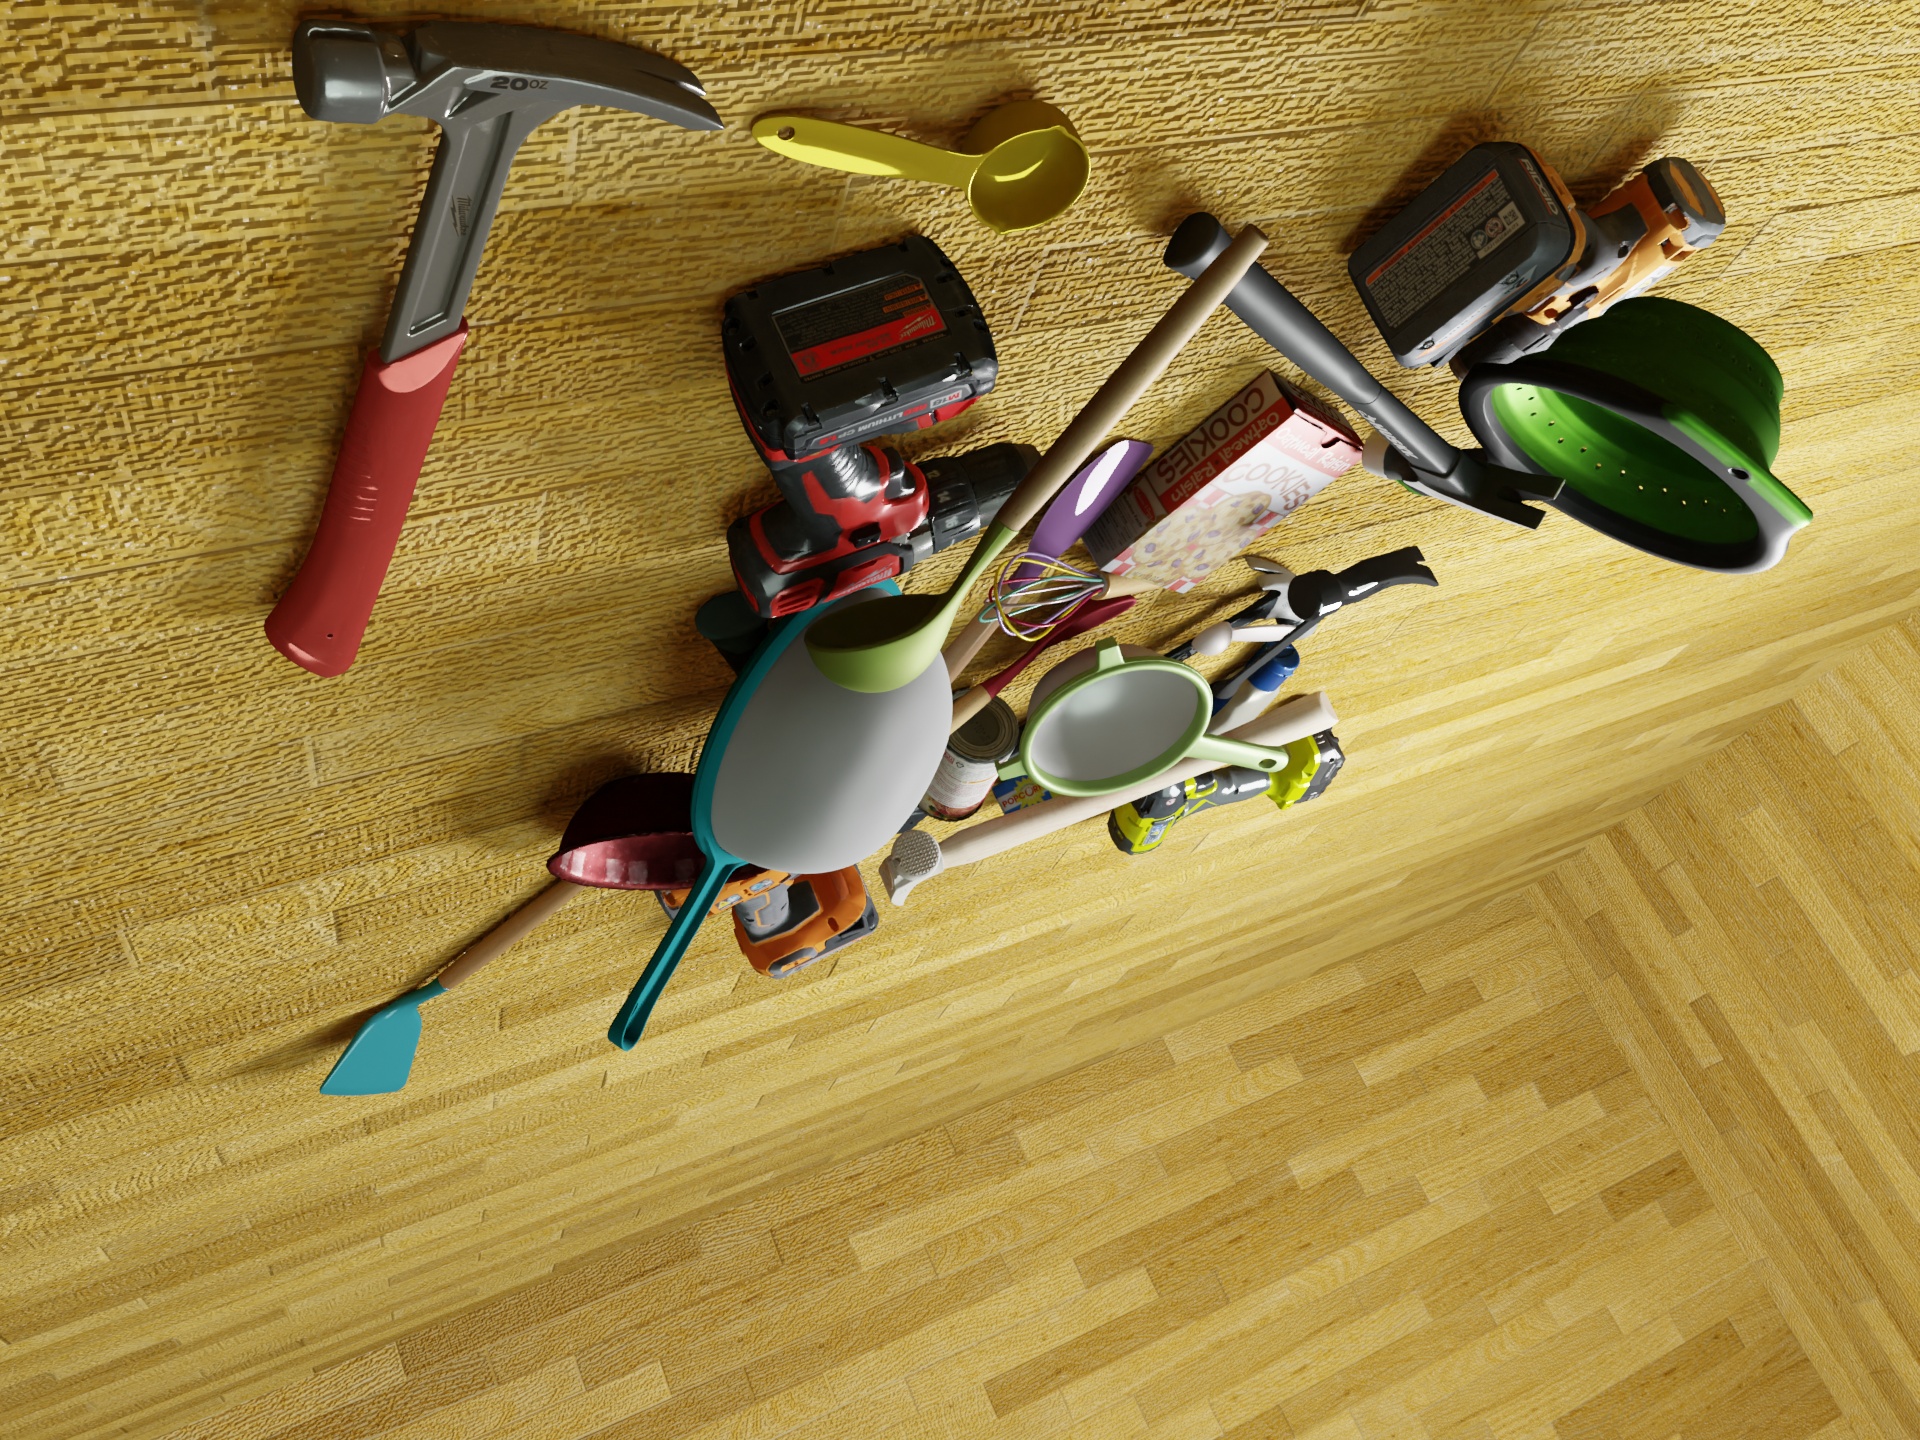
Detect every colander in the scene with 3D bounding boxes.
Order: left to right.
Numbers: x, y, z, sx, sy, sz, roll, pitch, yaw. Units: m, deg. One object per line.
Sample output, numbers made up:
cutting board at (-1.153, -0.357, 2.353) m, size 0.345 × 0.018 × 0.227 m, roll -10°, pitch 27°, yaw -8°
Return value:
colander at (0.386, -0.189, 1.004) m, size 0.094 × 0.204 × 0.397 m, roll -56°, pitch -166°, yaw -1°

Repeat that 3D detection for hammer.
hammer at (-0.229, -0.134, 0.674) m, size 0.149 × 0.037 × 0.359 m, roll -9°, pitch 152°, yaw -37°
hammer at (-0.115, -0.009, 1.094) m, size 0.128 × 0.033 × 0.330 m, roll -27°, pitch 158°, yaw -2°
hammer at (0.107, -0.013, 1.330) m, size 0.409 × 0.036 × 0.149 m, roll -30°, pitch 157°, yaw 10°
hammer at (0.127, 0.061, 1.329) m, size 0.410 × 0.038 × 0.146 m, roll -20°, pitch 167°, yaw -14°
hammer at (0.226, -0.030, 1.297) m, size 0.144 × 0.035 × 0.405 m, roll -17°, pitch 165°, yaw -30°
hammer at (0.225, -0.196, 0.912) m, size 0.334 × 0.146 × 0.035 m, roll 23°, pitch 97°, yaw -45°

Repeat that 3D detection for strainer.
strainer at (-0.099, 0.073, 0.994) m, size 0.340 × 0.095 × 0.210 m, roll -60°, pitch 162°, yaw -4°
strainer at (0.152, -0.006, 1.232) m, size 0.256 × 0.069 × 0.151 m, roll 11°, pitch 132°, yaw -35°

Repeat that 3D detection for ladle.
ladle at (-0.002, -0.004, 1.144) m, size 0.315 × 0.031 × 0.069 m, roll -38°, pitch 174°, yaw -11°
ladle at (0.031, -0.126, 0.794) m, size 0.320 × 0.062 × 0.078 m, roll -47°, pitch -174°, yaw 28°

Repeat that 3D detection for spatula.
spatula at (-0.387, 0.204, 1.259) m, size 0.317 × 0.044 × 0.082 m, roll -37°, pitch 153°, yaw 22°
spatula at (0.021, -0.073, 1.081) m, size 0.059 × 0.018 × 0.315 m, roll -4°, pitch 142°, yaw -49°

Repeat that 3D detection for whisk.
whisk at (0.082, -0.086, 1.071) m, size 0.051 × 0.047 × 0.245 m, roll -49°, pitch 163°, yaw 27°

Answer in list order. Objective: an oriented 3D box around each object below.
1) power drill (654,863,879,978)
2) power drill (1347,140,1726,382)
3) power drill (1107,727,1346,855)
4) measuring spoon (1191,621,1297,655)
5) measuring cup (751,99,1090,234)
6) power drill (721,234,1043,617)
power drill at (-0.143, 0.133, 1.324) m, size 0.164 × 0.084 × 0.226 m, roll -27°, pitch 155°, yaw 2°
power drill at (0.328, -0.262, 0.953) m, size 0.226 × 0.084 × 0.185 m, roll -13°, pitch 164°, yaw -41°
power drill at (0.268, 0.057, 1.619) m, size 0.223 × 0.080 × 0.171 m, roll -17°, pitch 157°, yaw -14°
measuring spoon at (0.235, -0.065, 1.281) m, size 0.124 × 0.018 × 0.034 m, roll -5°, pitch 149°, yaw -40°
measuring cup at (-0.017, -0.248, 0.681) m, size 0.156 × 0.029 × 0.062 m, roll 1°, pitch 148°, yaw -27°
power drill at (-0.033, -0.143, 0.824) m, size 0.188 × 0.080 × 0.226 m, roll -21°, pitch 161°, yaw -12°
